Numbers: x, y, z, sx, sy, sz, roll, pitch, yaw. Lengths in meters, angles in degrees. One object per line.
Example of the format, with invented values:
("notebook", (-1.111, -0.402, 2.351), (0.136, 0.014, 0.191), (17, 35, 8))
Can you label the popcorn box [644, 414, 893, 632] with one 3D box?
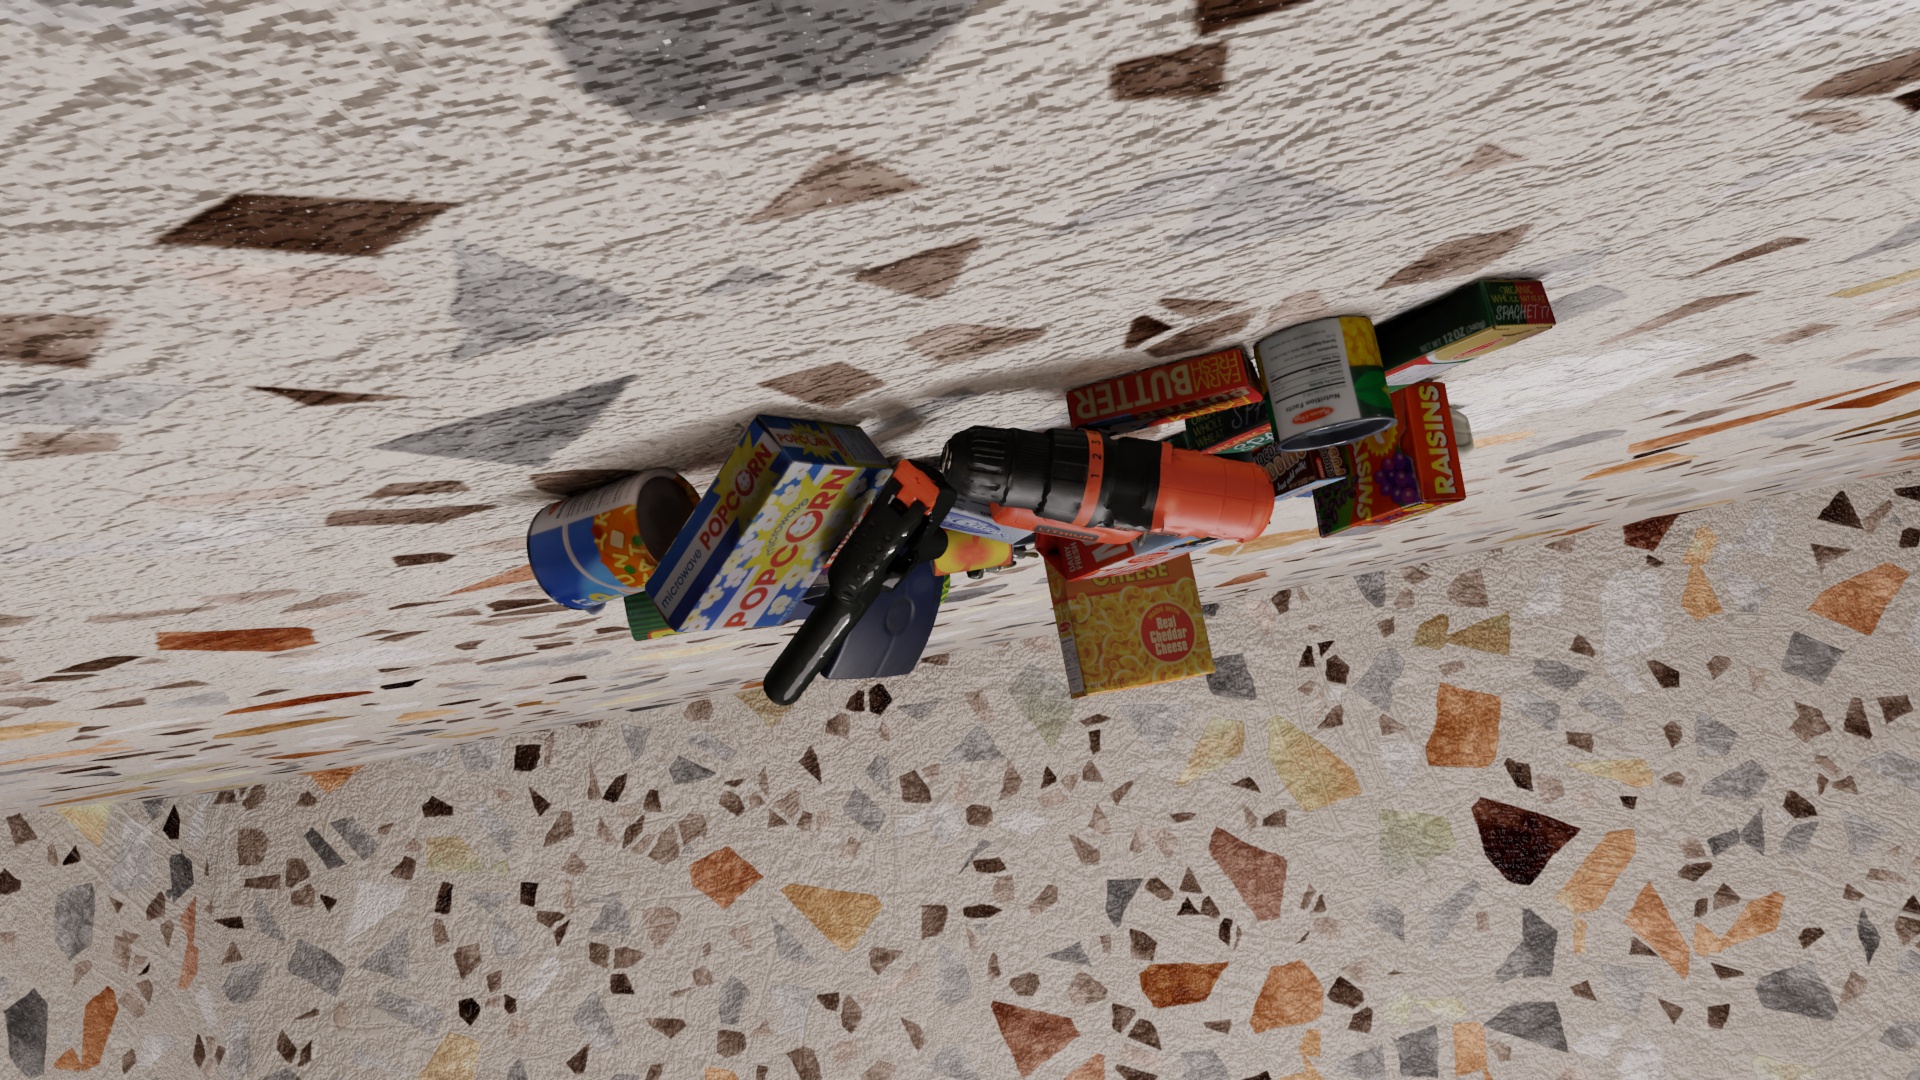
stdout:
("popcorn box", (-0.105, -0.007, 0.761), (0.085, 0.038, 0.126), (2, 131, -54))

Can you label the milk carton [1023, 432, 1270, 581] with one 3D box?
("milk carton", (0.133, -0.018, 1.057), (0.072, 0.073, 0.190), (-4, 167, -41))

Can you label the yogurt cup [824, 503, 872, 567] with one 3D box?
("yogurt cup", (-0.089, -0.014, 0.870), (0.054, 0.072, 0.072), (-16, 175, -24))

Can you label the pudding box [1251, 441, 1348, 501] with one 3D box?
("pudding box", (0.246, -0.060, 1.027), (0.030, 0.049, 0.083), (-9, 173, -22))

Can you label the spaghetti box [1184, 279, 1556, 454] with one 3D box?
("spaghetti box", (0.228, -0.096, 0.821), (0.050, 0.029, 0.249), (-6, 171, -31))

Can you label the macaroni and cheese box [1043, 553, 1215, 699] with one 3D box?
("macaroni and cheese box", (0.141, 0.043, 1.196), (0.124, 0.166, 0.040), (-8, 171, -19))

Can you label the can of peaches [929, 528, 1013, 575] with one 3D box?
("can of peaches", (0.004, -0.013, 0.997), (0.058, 0.071, 0.071), (-9, 172, -5))

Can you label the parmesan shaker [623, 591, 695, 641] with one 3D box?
("parmesan shaker", (-0.204, 0.037, 1.070), (0.103, 0.071, 0.071), (-9, 172, -8))

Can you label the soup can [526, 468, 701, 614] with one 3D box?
("soup can", (-0.196, 0.002, 0.807), (0.083, 0.071, 0.071), (-15, 170, 29))

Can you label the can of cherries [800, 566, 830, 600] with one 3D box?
("can of cherries", (-0.124, 0.013, 1.024), (0.071, 0.058, 0.071), (-11, 171, -2))

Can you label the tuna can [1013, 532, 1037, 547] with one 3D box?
("tuna can", (0.054, -0.016, 1.144), (0.071, 0.033, 0.071), (-10, 172, -1))

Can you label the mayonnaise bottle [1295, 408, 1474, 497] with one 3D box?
("mayonnaise bottle", (0.329, -0.068, 1.114), (0.065, 0.041, 0.147), (0, 168, -45))

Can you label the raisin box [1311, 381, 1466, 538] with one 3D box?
("raisin box", (0.299, -0.056, 0.992), (0.040, 0.086, 0.123), (-2, 169, -21))

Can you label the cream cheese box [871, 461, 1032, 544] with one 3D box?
("cream cheese box", (-0.003, -0.024, 0.927), (0.104, 0.024, 0.053), (14, 164, -15))

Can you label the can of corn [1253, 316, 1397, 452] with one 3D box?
("can of corn", (0.199, -0.084, 0.760), (0.071, 0.058, 0.071), (-10, 172, -1))

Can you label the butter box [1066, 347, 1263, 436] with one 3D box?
("butter box", (0.116, -0.082, 0.789), (0.103, 0.024, 0.053), (-12, 173, 19))

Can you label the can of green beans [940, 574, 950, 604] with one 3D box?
("can of green beans", (-0.048, 0.037, 1.251), (0.071, 0.071, 0.058), (-13, 177, 16))
